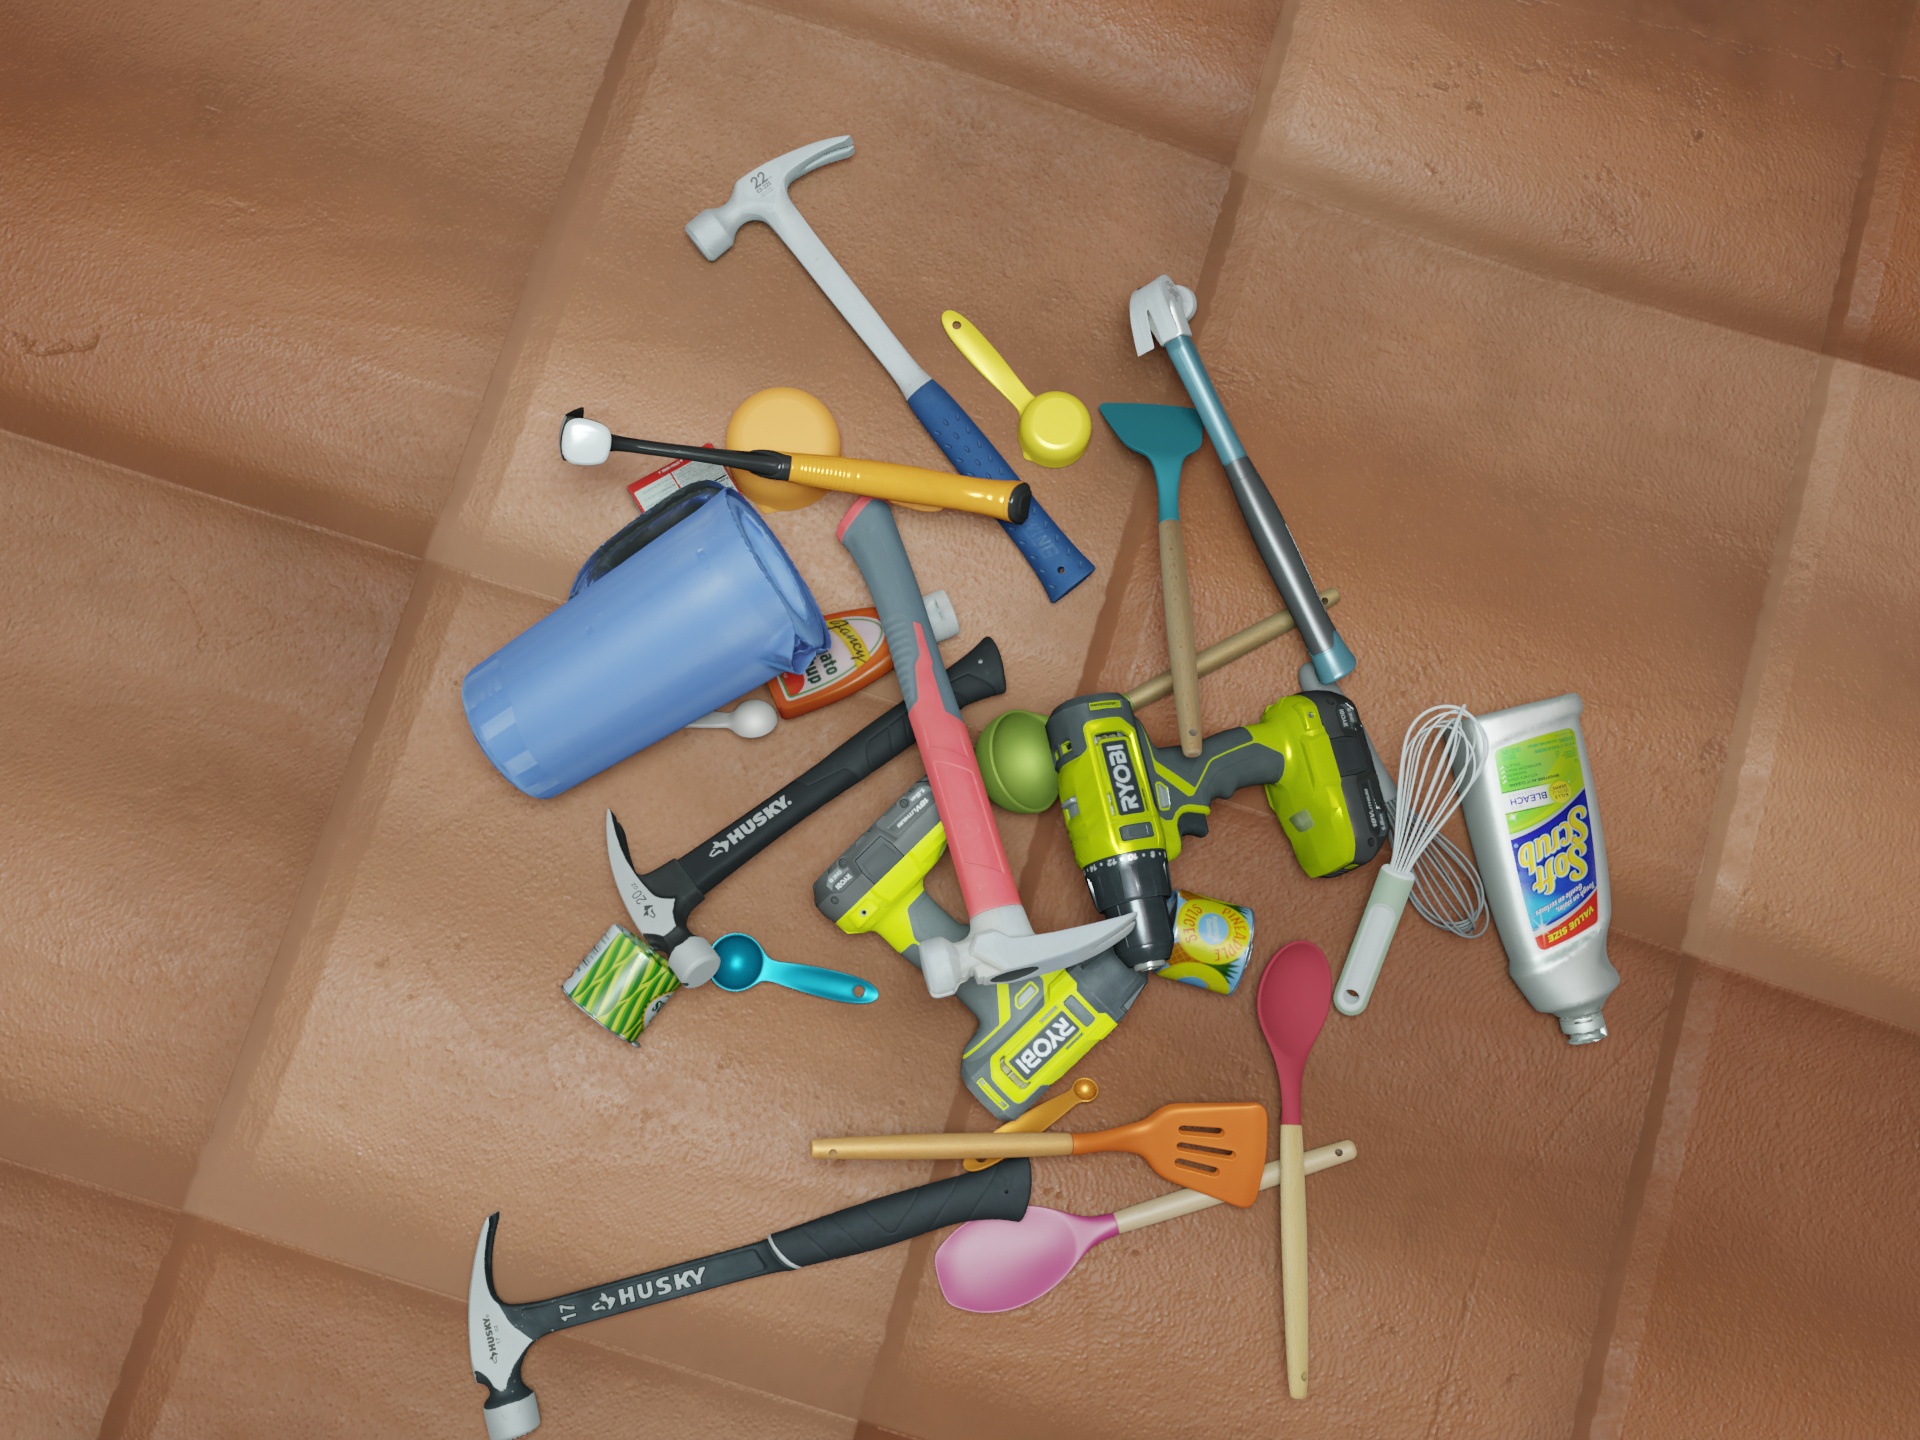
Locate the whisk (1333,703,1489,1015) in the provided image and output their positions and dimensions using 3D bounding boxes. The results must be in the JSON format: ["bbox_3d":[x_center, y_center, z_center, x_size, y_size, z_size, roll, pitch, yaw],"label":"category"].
[{"bbox_3d":[0.319,0.103,1.146,0.058,0.059,0.246,21,105,17],"label":"whisk"}]

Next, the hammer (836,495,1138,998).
[{"bbox_3d":[-0.002,-0.004,1.107,0.143,0.038,0.387,-13,62,-8],"label":"hammer"}]

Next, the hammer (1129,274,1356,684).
[{"bbox_3d":[0.212,-0.181,1.188,0.033,0.128,0.331,-27,87,25],"label":"hammer"}]

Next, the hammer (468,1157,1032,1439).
[{"bbox_3d":[-0.145,0.375,1.122,0.409,0.036,0.149,-15,82,-5],"label":"hammer"}]

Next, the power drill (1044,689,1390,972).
[{"bbox_3d":[0.182,0.069,1.129,0.228,0.080,0.191,-7,73,-21],"label":"power drill"}]

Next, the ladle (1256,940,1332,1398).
[{"bbox_3d":[0.240,0.317,1.141,0.069,0.031,0.315,10,74,-27],"label":"ladle"}]

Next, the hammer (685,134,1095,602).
[{"bbox_3d":[-0.033,-0.265,1.216,0.144,0.035,0.405,-38,87,2],"label":"hammer"}]

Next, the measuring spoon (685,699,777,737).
[{"bbox_3d":[-0.197,-0.007,1.175,0.124,0.018,0.034,3,42,4],"label":"measuring spoon"}]

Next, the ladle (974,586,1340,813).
[{"bbox_3d":[0.153,-0.025,1.191,0.320,0.062,0.078,-27,98,-10],"label":"ladle"}]

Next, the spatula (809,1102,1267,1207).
[{"bbox_3d":[0.056,0.300,1.112,0.322,0.041,0.081,3,102,-14],"label":"spatula"}]

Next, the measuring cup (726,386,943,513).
[{"bbox_3d":[-0.094,-0.194,1.199,0.173,0.052,0.095,18,81,1],"label":"measuring cup"}]

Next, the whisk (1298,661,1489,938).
[{"bbox_3d":[0.323,0.058,1.195,0.055,0.055,0.239,-29,80,-7],"label":"whisk"}]

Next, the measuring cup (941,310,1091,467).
[{"bbox_3d":[0.040,-0.263,1.229,0.062,0.029,0.156,-42,88,-8],"label":"measuring cup"}]

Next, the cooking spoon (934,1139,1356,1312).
[{"bbox_3d":[0.137,0.357,1.151,0.319,0.017,0.069,-16,64,-6],"label":"cooking spoon"}]

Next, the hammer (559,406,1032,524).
[{"bbox_3d":[-0.113,-0.179,1.134,0.336,0.127,0.034,6,102,-15],"label":"hammer"}]

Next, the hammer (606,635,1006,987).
[{"bbox_3d":[-0.103,0.042,1.159,0.335,0.035,0.146,-36,60,-14],"label":"hammer"}]

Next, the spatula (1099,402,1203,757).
[{"bbox_3d":[0.154,-0.115,1.159,0.082,0.044,0.318,2,64,-7],"label":"spatula"}]

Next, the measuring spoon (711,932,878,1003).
[{"bbox_3d":[-0.123,0.187,1.165,0.128,0.021,0.042,15,82,-10],"label":"measuring spoon"}]

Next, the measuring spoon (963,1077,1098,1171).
[{"bbox_3d":[0.051,0.293,1.146,0.117,0.011,0.021,-28,54,-21],"label":"measuring spoon"}]

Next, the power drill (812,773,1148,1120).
[{"bbox_3d":[0.019,0.150,1.139,0.171,0.080,0.223,-44,89,2],"label":"power drill"}]
